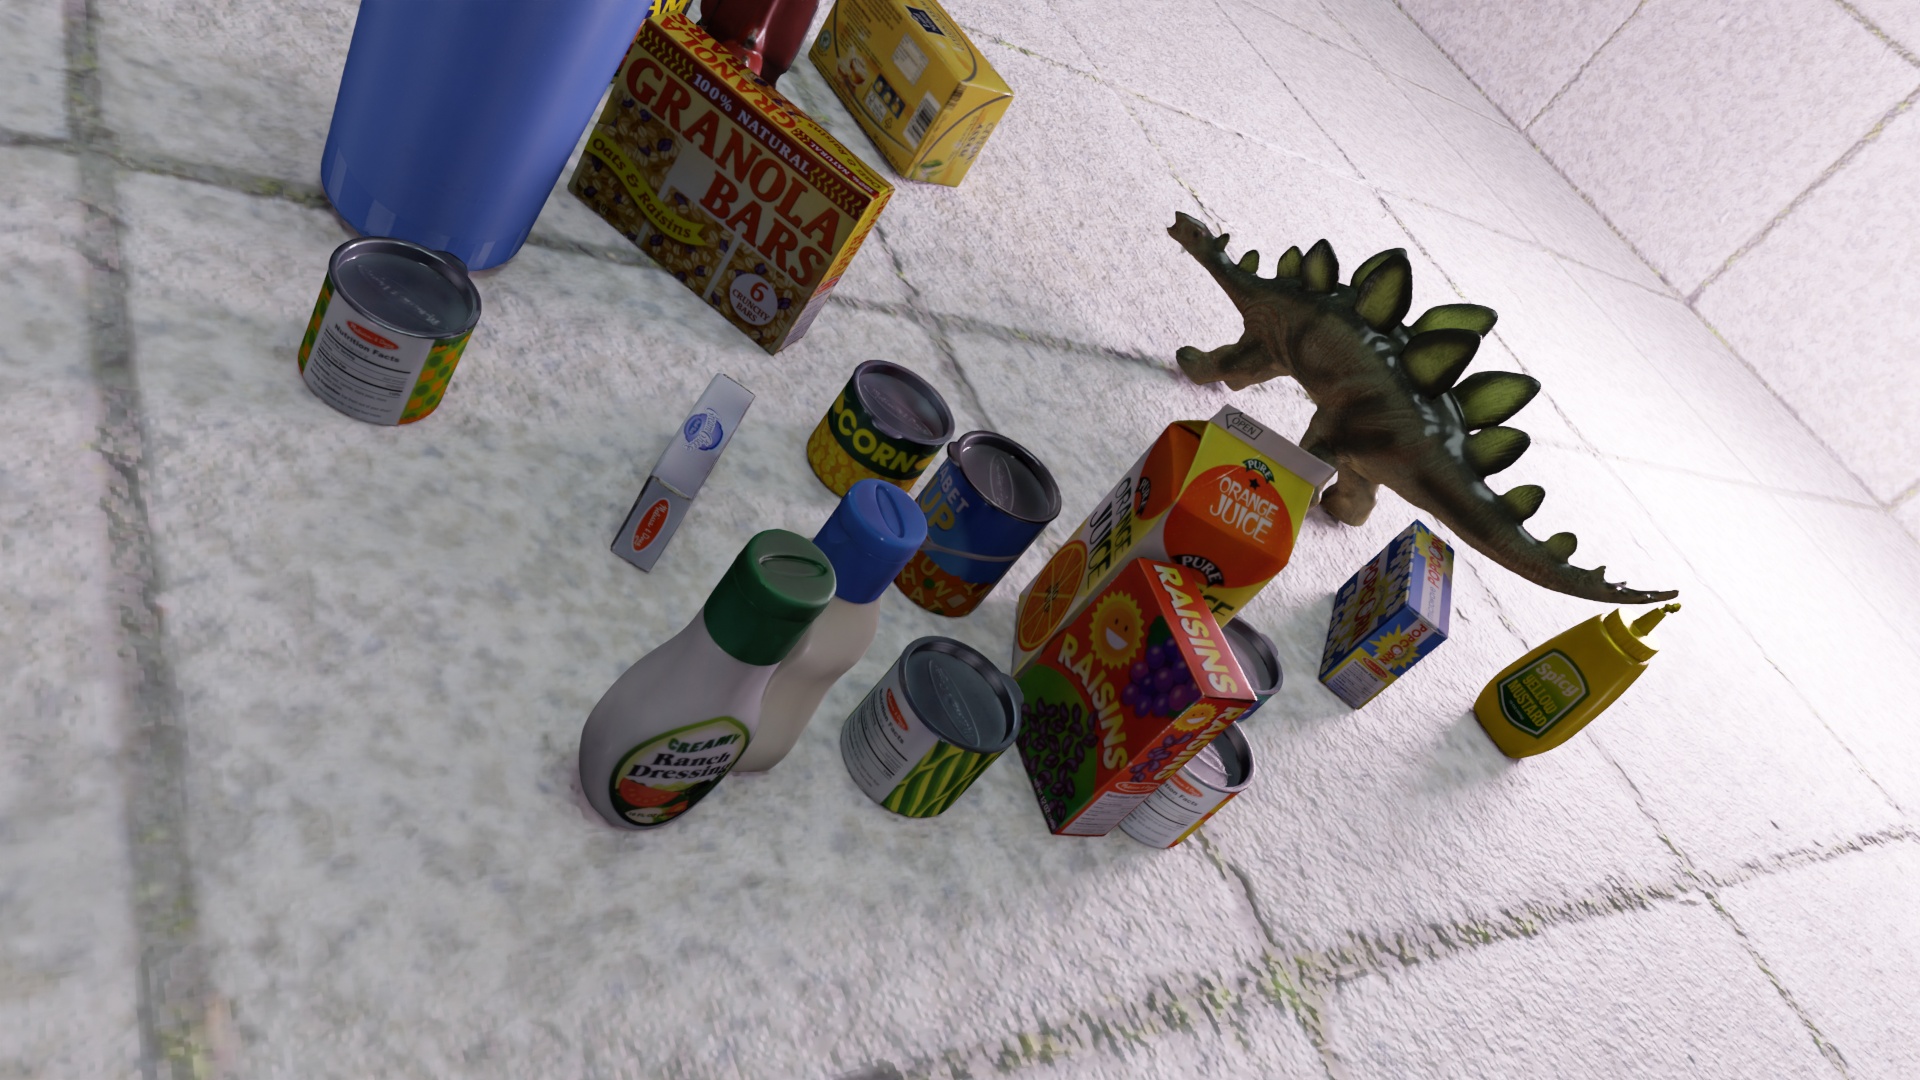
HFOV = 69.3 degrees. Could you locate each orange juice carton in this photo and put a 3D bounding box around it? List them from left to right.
[{"bbox_3d":[0.109,0.009,0.739,0.072,0.191,0.073,29,35,-15],"label":"orange juice carton"}]

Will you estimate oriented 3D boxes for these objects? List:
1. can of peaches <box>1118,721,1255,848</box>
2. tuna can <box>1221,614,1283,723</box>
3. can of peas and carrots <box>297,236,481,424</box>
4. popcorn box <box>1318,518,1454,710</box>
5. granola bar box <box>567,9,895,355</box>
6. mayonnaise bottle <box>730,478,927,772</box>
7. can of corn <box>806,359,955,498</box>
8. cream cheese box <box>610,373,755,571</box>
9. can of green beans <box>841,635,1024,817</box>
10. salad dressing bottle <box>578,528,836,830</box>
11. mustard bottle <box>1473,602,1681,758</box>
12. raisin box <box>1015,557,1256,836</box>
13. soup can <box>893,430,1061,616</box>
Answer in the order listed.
[{"bbox_3d":[0.113,0.119,0.736,0.071,0.057,0.071,25,37,-20],"label":"can of peaches"},{"bbox_3d":[0.164,0.077,0.854,0.071,0.032,0.071,25,37,-20],"label":"tuna can"},{"bbox_3d":[-0.261,-0.097,0.638,0.071,0.058,0.071,25,37,-20],"label":"can of peas and carrots"},{"bbox_3d":[0.296,0.050,0.960,0.038,0.084,0.127,38,34,-2],"label":"popcorn box"},{"bbox_3d":[-0.138,-0.209,0.821,0.165,0.123,0.039,39,34,0],"label":"granola bar box"},{"bbox_3d":[-0.067,0.035,0.587,0.041,0.147,0.065,9,44,-37],"label":"mayonnaise bottle"},{"bbox_3d":[-0.047,-0.058,0.792,0.071,0.058,0.071,25,37,-20],"label":"can of corn"},{"bbox_3d":[-0.137,-0.036,0.687,0.024,0.053,0.104,32,35,-11],"label":"cream cheese box"},{"bbox_3d":[-0.014,0.088,0.654,0.071,0.057,0.071,25,37,-20],"label":"can of green beans"},{"bbox_3d":[-0.098,0.055,0.535,0.064,0.147,0.044,7,46,-38],"label":"salad dressing bottle"},{"bbox_3d":[0.438,0.090,0.979,0.049,0.159,0.065,-2,51,-44],"label":"mustard bottle"},{"bbox_3d":[0.080,0.080,0.693,0.040,0.122,0.086,10,43,-35],"label":"raisin box"},{"bbox_3d":[0.003,-0.010,0.759,0.071,0.083,0.072,25,37,-20],"label":"soup can"}]
